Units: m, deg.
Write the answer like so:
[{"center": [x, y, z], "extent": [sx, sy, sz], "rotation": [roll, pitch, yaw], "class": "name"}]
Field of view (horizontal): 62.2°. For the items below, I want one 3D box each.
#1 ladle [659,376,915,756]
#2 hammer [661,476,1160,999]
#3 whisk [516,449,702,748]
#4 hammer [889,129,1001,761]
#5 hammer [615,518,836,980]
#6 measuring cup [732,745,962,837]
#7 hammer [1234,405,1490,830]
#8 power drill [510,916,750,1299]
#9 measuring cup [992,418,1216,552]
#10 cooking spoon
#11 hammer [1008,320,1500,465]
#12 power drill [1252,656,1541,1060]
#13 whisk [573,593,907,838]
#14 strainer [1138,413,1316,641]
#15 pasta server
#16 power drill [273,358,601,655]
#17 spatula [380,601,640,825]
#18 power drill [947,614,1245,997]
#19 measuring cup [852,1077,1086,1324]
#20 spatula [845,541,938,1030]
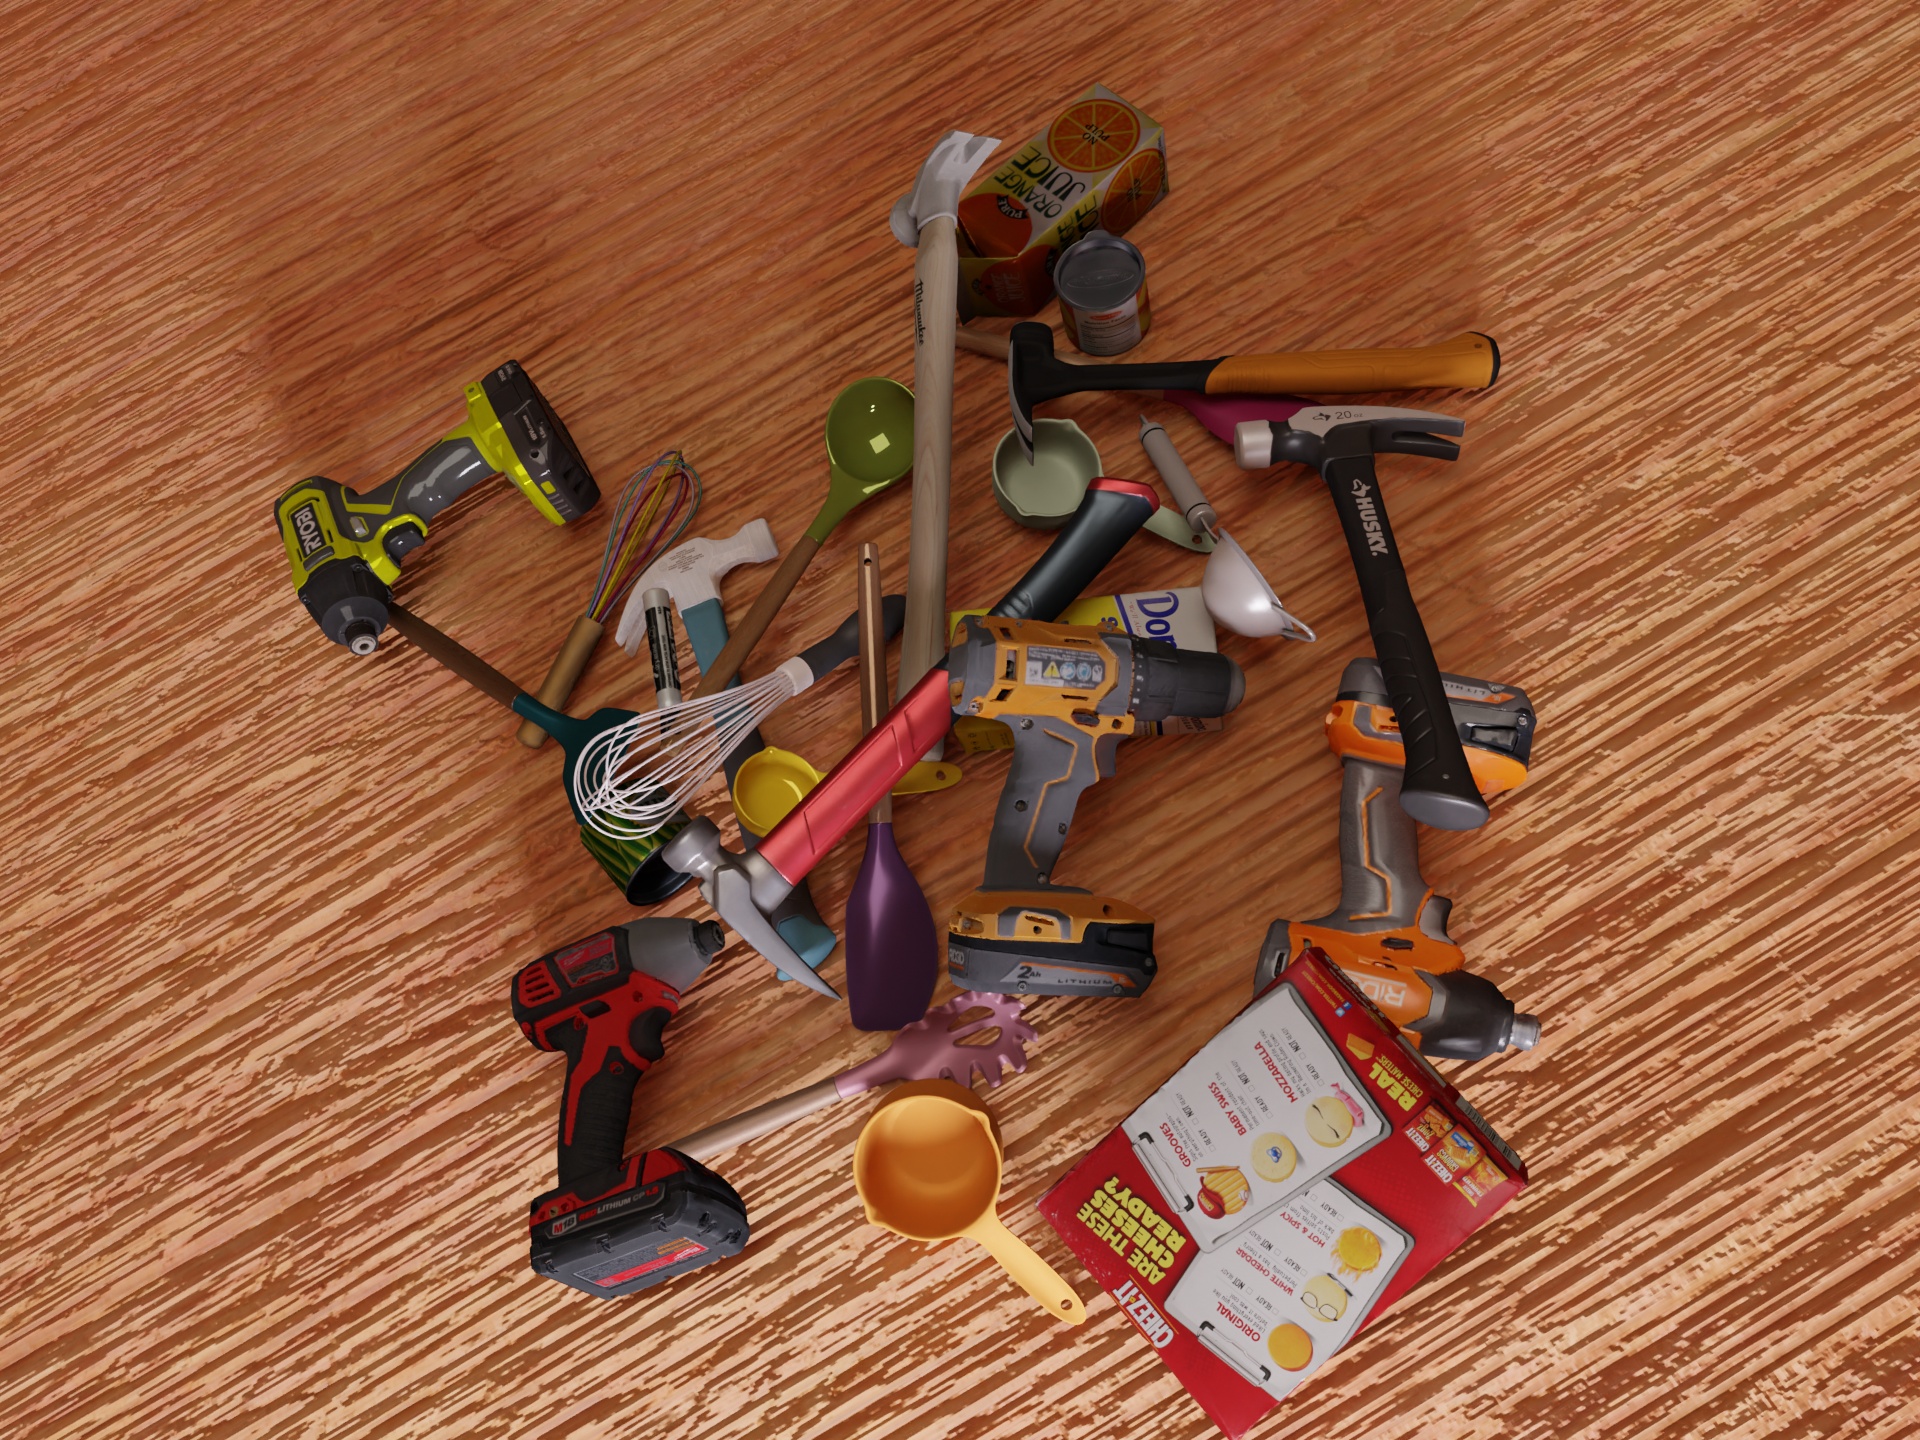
[{"center": [-0.118, -0.110, 1.100], "extent": [0.078, 0.062, 0.320], "rotation": [25, 65, 14], "class": "ladle"}, {"center": [-0.002, -0.003, 1.010], "extent": [0.386, 0.038, 0.143], "rotation": [-45, 97, -10], "class": "hammer"}, {"center": [-0.256, -0.090, 1.158], "extent": [0.047, 0.051, 0.245], "rotation": [11, 72, 52], "class": "whisk"}, {"center": [-0.017, -0.179, 1.061], "extent": [0.038, 0.146, 0.411], "rotation": [4, 84, -18], "class": "hammer"}, {"center": [-0.149, 0.018, 1.093], "extent": [0.128, 0.033, 0.331], "rotation": [-21, 66, 2], "class": "hammer"}, {"center": [-0.075, 0.046, 1.053], "extent": [0.156, 0.029, 0.062], "rotation": [-5, 67, -21], "class": "measuring cup"}, {"center": [0.266, -0.075, 0.969], "extent": [0.146, 0.035, 0.335], "rotation": [-5, 51, 2], "class": "hammer"}, {"center": [-0.200, 0.225, 0.977], "extent": [0.143, 0.078, 0.220], "rotation": [-23, 53, 10], "class": "power drill"}, {"center": [0.100, -0.151, 1.116], "extent": [0.167, 0.038, 0.083], "rotation": [26, 72, 3], "class": "measuring cup"}, {"center": [0.125, -0.244, 1.147], "extent": [0.319, 0.017, 0.069], "rotation": [19, 53, 20], "class": "cooking spoon"}, {"center": [0.202, -0.236, 1.099], "extent": [0.337, 0.034, 0.127], "rotation": [-2, 48, 3], "class": "hammer"}, {"center": [0.279, 0.089, 0.956], "extent": [0.164, 0.084, 0.226], "rotation": [13, 76, 15], "class": "power drill"}, {"center": [-0.133, -0.013, 1.045], "extent": [0.070, 0.070, 0.284], "rotation": [39, 54, 22], "class": "whisk"}, {"center": [0.162, -0.128, 1.057], "extent": [0.050, 0.086, 0.259], "rotation": [-28, 46, 8], "class": "strainer"}, {"center": [-0.102, 0.241, 0.991], "extent": [0.316, 0.040, 0.060], "rotation": [-23, 94, 3], "class": "pasta server"}, {"center": [-0.389, -0.154, 1.176], "extent": [0.223, 0.080, 0.171], "rotation": [-33, 54, -1], "class": "power drill"}, {"center": [-0.332, -0.028, 1.119], "extent": [0.318, 0.044, 0.082], "rotation": [29, 92, 30], "class": "spatula"}, {"center": [0.081, 0.052, 0.972], "extent": [0.185, 0.084, 0.226], "rotation": [4, 85, -14], "class": "power drill"}, {"center": [0.012, 0.288, 0.948], "extent": [0.095, 0.052, 0.173], "rotation": [-44, 92, 7], "class": "measuring cup"}, {"center": [-0.051, 0.041, 1.030], "extent": [0.060, 0.018, 0.316], "rotation": [-3, 84, -1], "class": "spatula"}]
